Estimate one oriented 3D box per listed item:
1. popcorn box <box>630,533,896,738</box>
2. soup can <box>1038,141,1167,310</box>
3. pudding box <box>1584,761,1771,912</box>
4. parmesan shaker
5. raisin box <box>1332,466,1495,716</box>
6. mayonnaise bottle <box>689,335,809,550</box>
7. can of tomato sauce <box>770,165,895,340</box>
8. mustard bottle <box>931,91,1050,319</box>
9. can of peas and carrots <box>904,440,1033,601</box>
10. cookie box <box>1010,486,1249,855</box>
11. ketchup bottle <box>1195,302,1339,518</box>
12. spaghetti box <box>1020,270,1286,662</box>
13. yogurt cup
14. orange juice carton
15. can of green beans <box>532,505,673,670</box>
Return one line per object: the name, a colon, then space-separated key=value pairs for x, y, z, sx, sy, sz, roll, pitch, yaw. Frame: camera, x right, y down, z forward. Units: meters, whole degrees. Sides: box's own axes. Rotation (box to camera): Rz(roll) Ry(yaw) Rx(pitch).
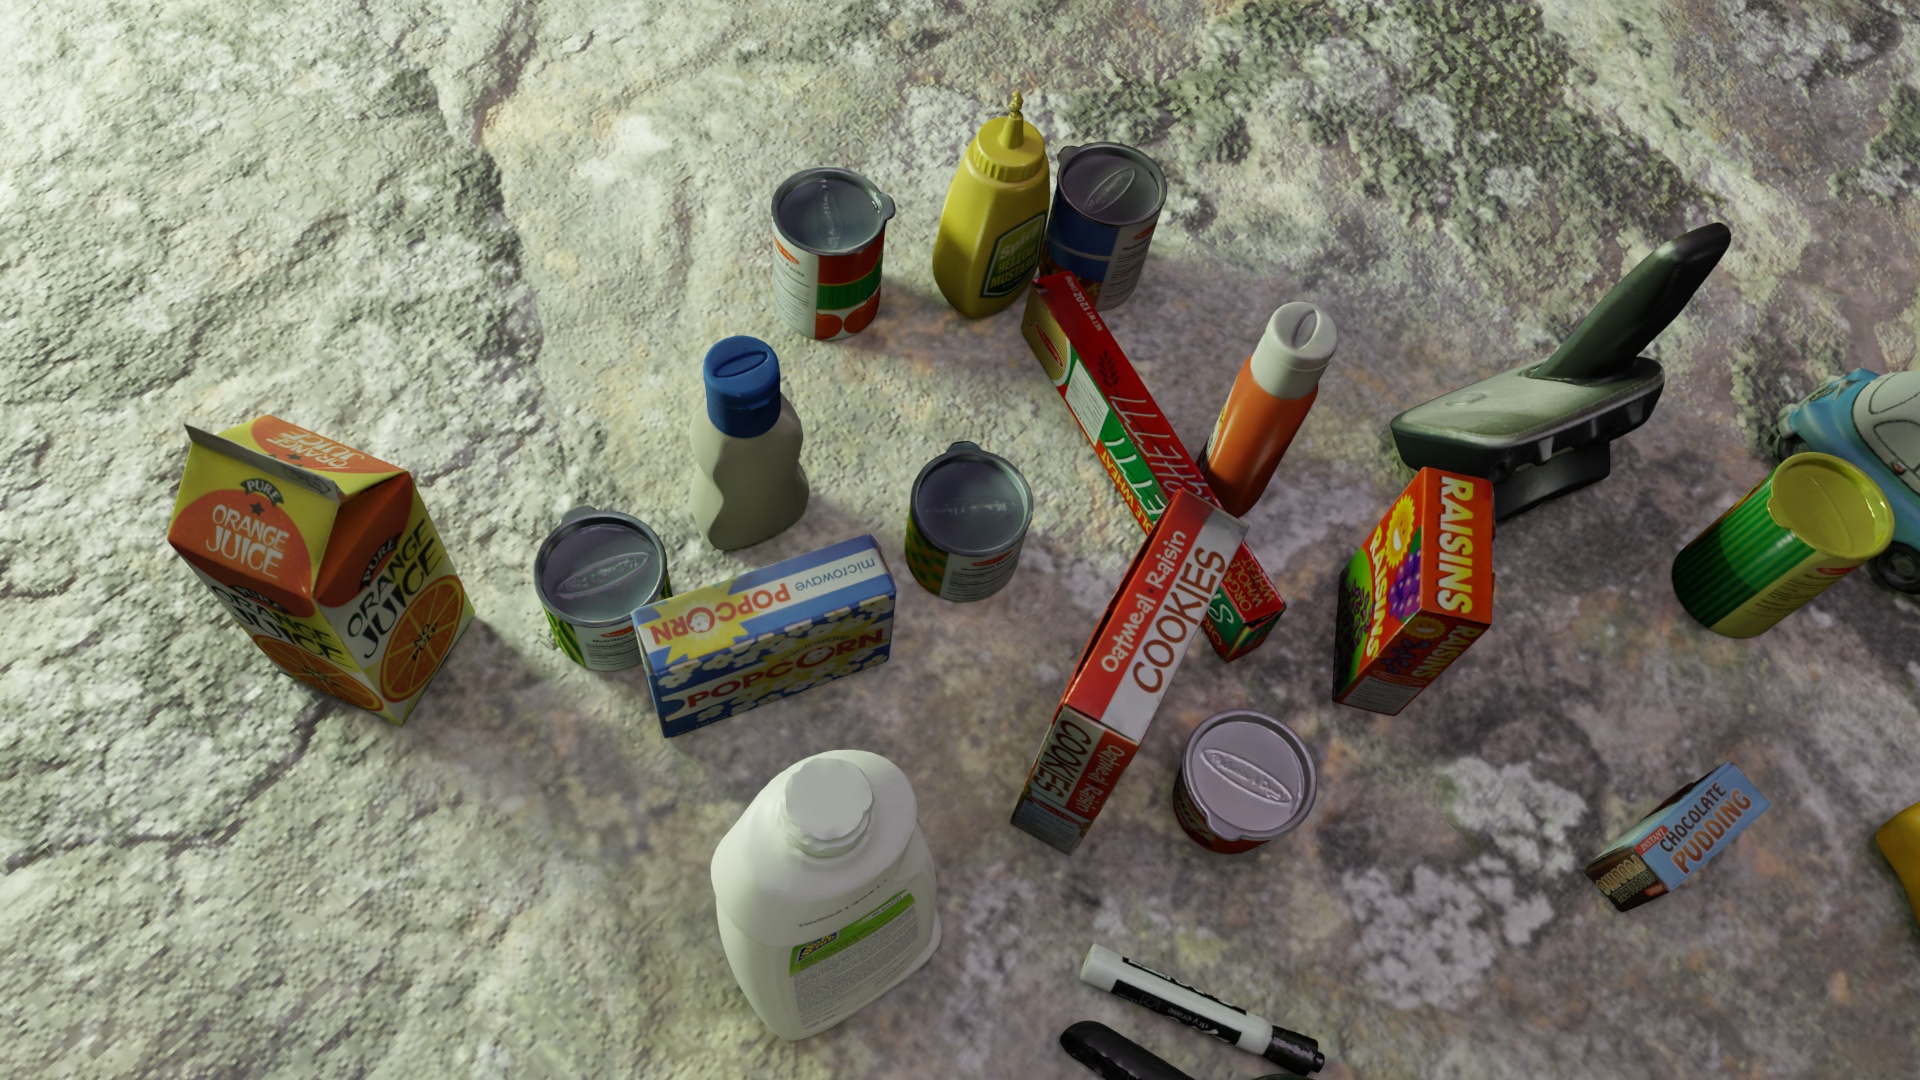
popcorn box: x=-0.097 y=0.049 z=0.703 sx=0.127 sy=0.084 sz=0.038 roll=-19 pitch=65 yaw=-16
soup can: x=0.084 y=-0.194 z=0.858 sx=0.071 sy=0.083 sz=0.071 roll=3 pitch=61 yaw=-5
pudding box: x=0.372 y=0.154 z=0.722 sx=0.084 sy=0.049 sz=0.030 roll=-30 pitch=69 yaw=-20
parmesan shaker: x=0.457 y=0.005 z=0.783 sx=0.071 sy=0.102 sz=0.071 roll=3 pitch=61 yaw=-5
raisin box: x=0.237 y=0.030 z=0.731 sx=0.040 sy=0.122 sz=0.086 roll=13 pitch=61 yaw=0
mayonnaise bottle: x=-0.111 y=-0.049 z=0.719 sx=0.065 sy=0.147 sz=0.041 roll=-25 pitch=67 yaw=-18
can of tomato sauce: x=-0.077 y=-0.170 z=0.826 sx=0.071 sy=0.082 sz=0.071 roll=3 pitch=61 yaw=-5
mustard bottle: x=0.022 y=-0.196 z=0.809 sx=0.065 sy=0.159 sz=0.049 roll=-35 pitch=71 yaw=-22
can of peas and carrots: x=0.003 y=-0.010 z=0.762 sx=0.071 sy=0.058 sz=0.071 roll=3 pitch=61 yaw=-5
cookie box: x=0.076 y=0.068 z=0.666 sx=0.040 sy=0.166 sz=0.123 roll=27 pitch=62 yaw=8
ketchup bottle: x=0.168 y=-0.072 z=0.764 sx=0.043 sy=0.148 sz=0.065 roll=27 pitch=62 yaw=8
spaghetti box: x=0.106 y=-0.047 z=0.799 sx=0.029 sy=0.050 sz=0.251 roll=-21 pitch=66 yaw=-17
yogurt cup: x=0.141 y=0.126 z=0.707 sx=0.072 sy=0.053 sz=0.073 roll=3 pitch=61 yaw=-5
orange juice carton: x=-0.292 y=0.009 z=0.640 sx=0.072 sy=0.191 sz=0.073 roll=22 pitch=62 yaw=5
can of green beans: x=-0.183 y=0.027 z=0.720 sx=0.071 sy=0.057 sz=0.071 roll=3 pitch=61 yaw=-5
